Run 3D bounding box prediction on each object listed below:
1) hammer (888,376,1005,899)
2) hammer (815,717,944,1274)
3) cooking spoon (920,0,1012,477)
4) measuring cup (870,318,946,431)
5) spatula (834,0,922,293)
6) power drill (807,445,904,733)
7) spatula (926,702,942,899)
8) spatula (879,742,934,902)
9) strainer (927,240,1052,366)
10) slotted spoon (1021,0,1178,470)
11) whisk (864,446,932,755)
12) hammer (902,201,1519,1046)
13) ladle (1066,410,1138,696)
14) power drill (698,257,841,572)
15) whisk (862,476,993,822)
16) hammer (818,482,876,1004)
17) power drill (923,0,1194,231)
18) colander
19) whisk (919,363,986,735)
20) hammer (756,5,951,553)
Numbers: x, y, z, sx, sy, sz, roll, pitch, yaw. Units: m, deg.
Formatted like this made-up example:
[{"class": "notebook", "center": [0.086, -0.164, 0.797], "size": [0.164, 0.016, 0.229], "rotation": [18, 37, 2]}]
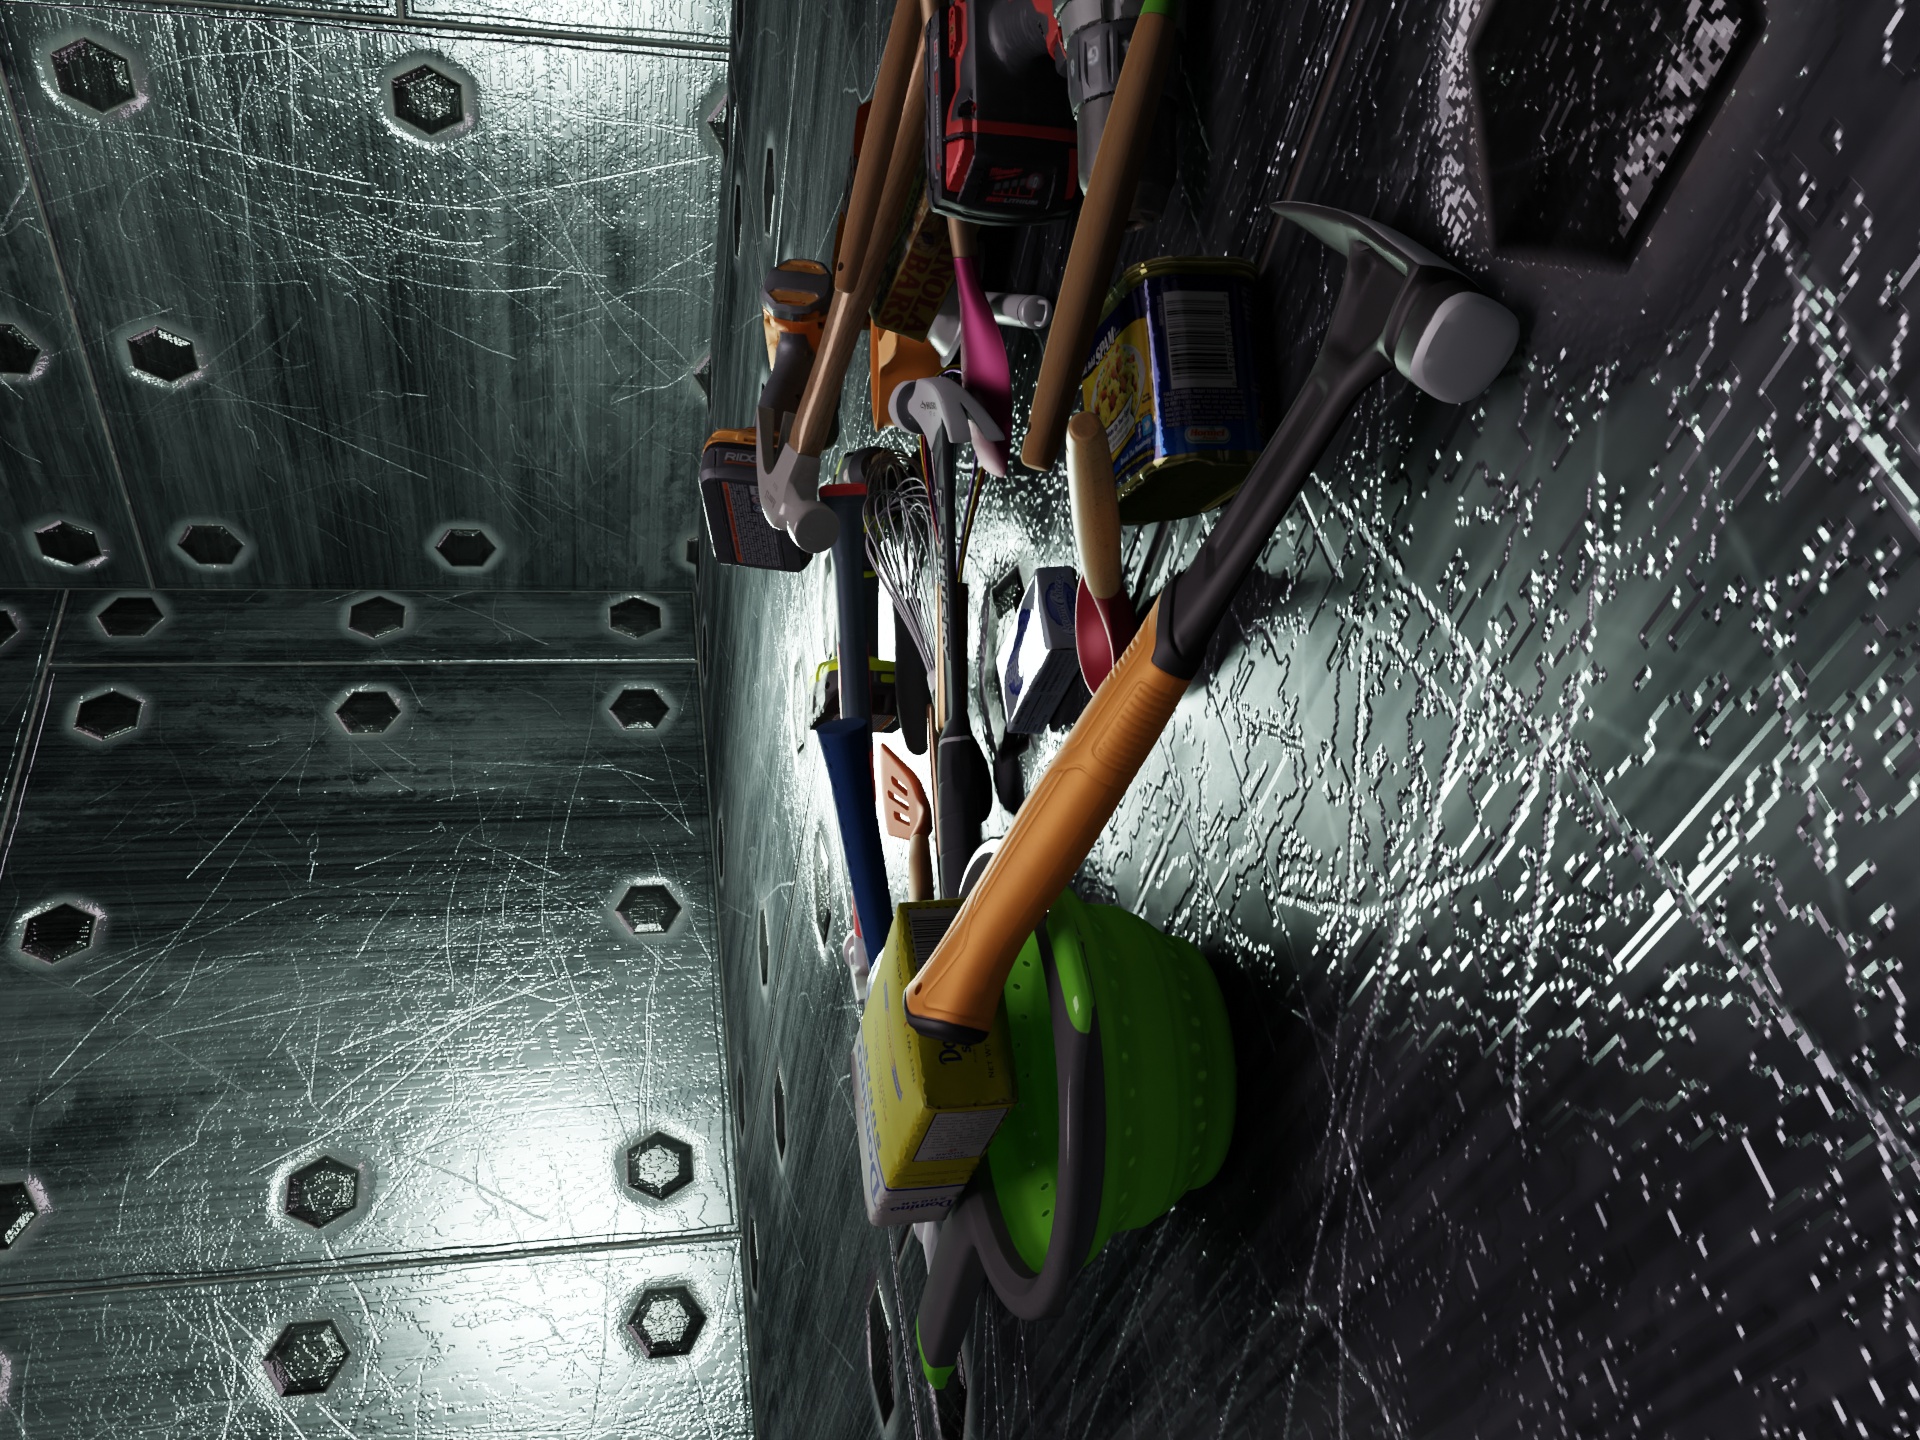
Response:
[{"class": "hammer", "center": [-0.002, -0.003, 0.981], "size": [0.149, 0.036, 0.409], "rotation": [-142, 48, -71]}, {"class": "hammer", "center": [-0.043, 0.199, 1.063], "size": [0.144, 0.035, 0.405], "rotation": [-115, 15, -77]}, {"class": "cooking spoon", "center": [-0.001, -0.297, 0.926], "size": [0.069, 0.017, 0.318], "rotation": [-140, 38, -60]}, {"class": "measuring cup", "center": [-0.032, -0.258, 1.128], "size": [0.173, 0.052, 0.095], "rotation": [-161, 69, -81]}, {"class": "spatula", "center": [-0.020, -0.404, 0.920], "size": [0.082, 0.044, 0.317], "rotation": [31, 111, 42]}, {"class": "power drill", "center": [-0.082, -0.109, 1.325], "size": [0.171, 0.080, 0.223], "rotation": [142, 129, -74]}, {"class": "spatula", "center": [-0.005, 0.141, 1.134], "size": [0.059, 0.018, 0.316], "rotation": [111, 155, -75]}, {"class": "spatula", "center": [-0.039, 0.100, 1.162], "size": [0.323, 0.041, 0.081], "rotation": [-98, 4, -73]}, {"class": "strainer", "center": [0.012, -0.265, 1.009], "size": [0.259, 0.050, 0.087], "rotation": [-136, 62, -67]}, {"class": "slotted spoon", "center": [0.071, -0.251, 0.631], "size": [0.070, 0.031, 0.314], "rotation": [-165, 90, -76]}, {"class": "whisk", "center": [-0.042, -0.092, 1.228], "size": [0.055, 0.055, 0.239], "rotation": [-172, 77, -76]}, {"class": "hammer", "center": [0.064, -0.018, 0.567], "size": [0.336, 0.034, 0.127], "rotation": [-60, 26, 23]}, {"class": "ladle", "center": [0.057, -0.065, 0.660], "size": [0.315, 0.031, 0.069], "rotation": [58, -158, -78]}, {"class": "power drill", "center": [-0.138, -0.224, 1.265], "size": [0.185, 0.084, 0.226], "rotation": [90, -171, -58]}, {"class": "whisk", "center": [-0.018, -0.053, 1.114], "size": [0.070, 0.070, 0.285], "rotation": [110, 151, -56]}, {"class": "hammer", "center": [-0.076, 0.017, 1.193], "size": [0.143, 0.038, 0.386], "rotation": [-141, 47, -81]}, {"class": "power drill", "center": [0.049, -0.309, 0.774], "size": [0.227, 0.080, 0.188], "rotation": [176, 93, -73]}, {"class": "colander", "center": [0.048, 0.211, 0.754], "size": [0.205, 0.094, 0.396], "rotation": [-105, 19, -45]}, {"class": "whisk", "center": [-0.002, -0.112, 1.044], "size": [0.051, 0.047, 0.245], "rotation": [-179, 90, -82]}, {"class": "hammer", "center": [-0.064, -0.278, 0.997], "size": [0.130, 0.031, 0.331], "rotation": [47, 121, 56]}]
